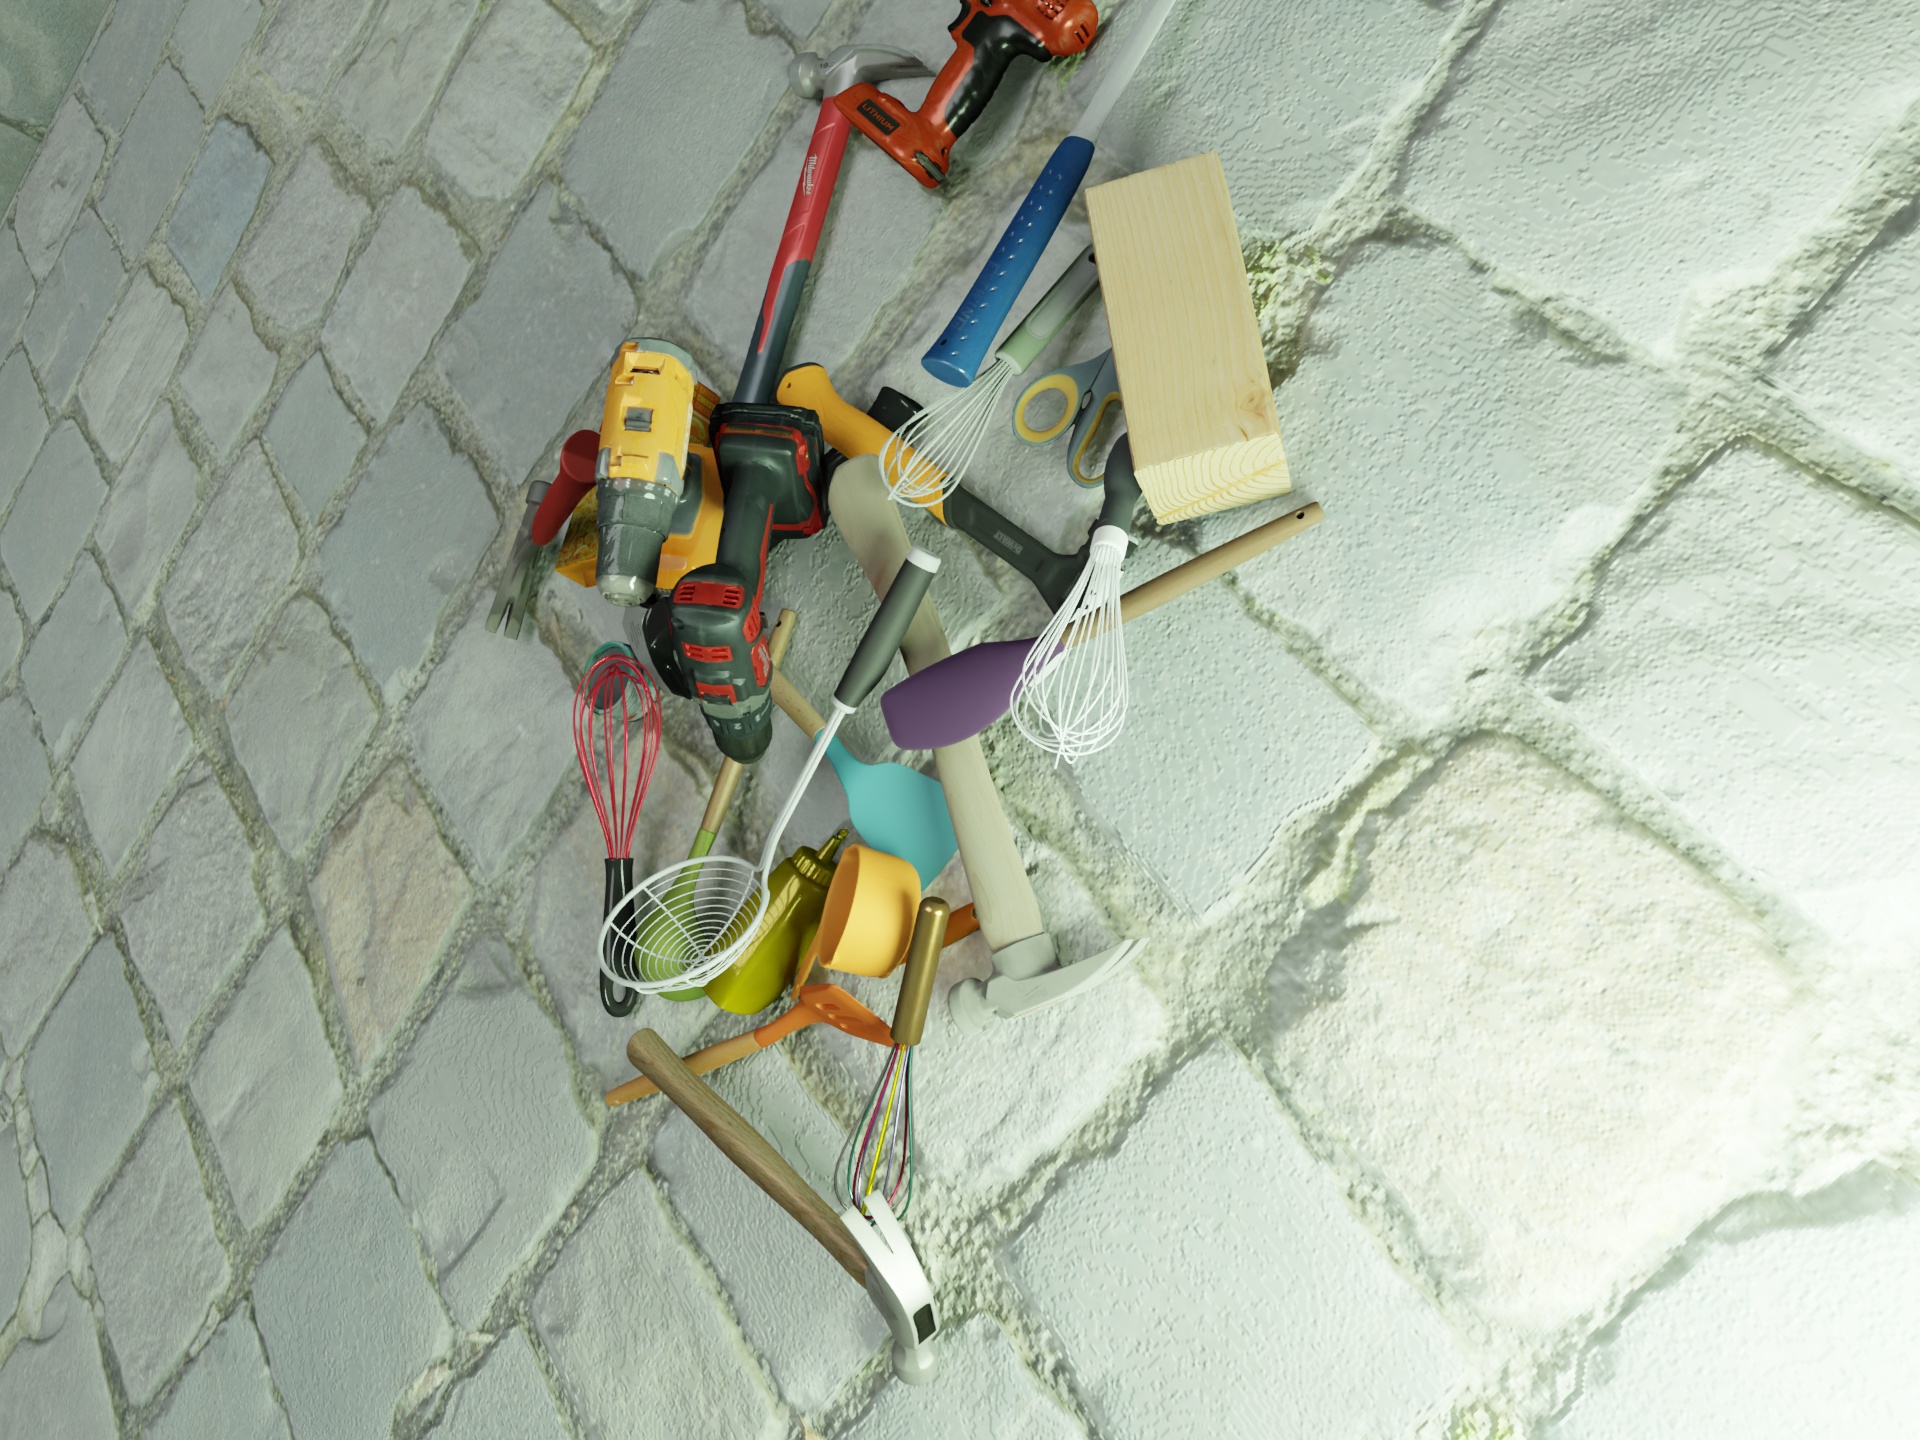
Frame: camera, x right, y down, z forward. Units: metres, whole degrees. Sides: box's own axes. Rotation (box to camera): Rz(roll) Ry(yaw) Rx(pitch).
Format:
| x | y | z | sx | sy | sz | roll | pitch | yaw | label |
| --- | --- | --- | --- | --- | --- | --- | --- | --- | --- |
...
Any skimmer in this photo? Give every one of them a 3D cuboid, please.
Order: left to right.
| x | y | z | sx | sy | sz | roll | pitch | yaw | label |
| --- | --- | --- | --- | --- | --- | --- | --- | --- | --- |
| -0.132 | 0.031 | 1.097 | 0.363 | 0.090 | 0.127 | -60 | 34 | 13 | skimmer |

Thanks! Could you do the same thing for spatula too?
| x | y | z | sx | sy | sz | roll | pitch | yaw | label |
| --- | --- | --- | --- | --- | --- | --- | --- | --- | --- |
| -0.168 | 0.251 | 1.188 | 0.322 | 0.081 | 0.041 | -28 | 30 | 35 | spatula |
| -0.112 | -0.001 | 1.199 | 0.318 | 0.044 | 0.082 | 45 | 109 | 34 | spatula |
| 0.089 | -0.062 | 1.031 | 0.316 | 0.018 | 0.060 | -27 | 67 | 13 | spatula |

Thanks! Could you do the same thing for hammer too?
| x | y | z | sx | sy | sz | roll | pitch | yaw | label |
| --- | --- | --- | --- | --- | --- | --- | --- | --- | --- |
| -0.344 | -0.164 | 1.327 | 0.359 | 0.036 | 0.149 | -13 | 61 | 67 | hammer |
| -0.132 | 0.312 | 1.104 | 0.332 | 0.031 | 0.130 | 32 | 138 | 38 | hammer |
| -0.153 | -0.150 | 1.286 | 0.334 | 0.035 | 0.146 | -37 | 58 | 25 | hammer |
| -0.131 | -0.372 | 1.322 | 0.143 | 0.038 | 0.386 | 15 | 88 | 38 | hammer |
| -0.026 | -0.164 | 1.162 | 0.337 | 0.034 | 0.127 | 40 | 104 | 30 | hammer |
| -0.002 | -0.003 | 1.088 | 0.146 | 0.038 | 0.411 | -29 | 71 | 31 | hammer |
| 0.092 | -0.409 | 1.103 | 0.144 | 0.035 | 0.405 | 23 | 80 | 38 | hammer |

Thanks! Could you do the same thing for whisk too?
| x | y | z | sx | sy | sz | roll | pitch | yaw | label |
| --- | --- | --- | --- | --- | --- | --- | --- | --- | --- |
| -0.280 | 0.093 | 1.298 | 0.073 | 0.073 | 0.296 | -2 | 87 | 38 | whisk |
| -0.041 | 0.235 | 1.067 | 0.051 | 0.047 | 0.245 | 20 | 105 | 31 | whisk |
| 0.028 | -0.246 | 1.118 | 0.058 | 0.059 | 0.246 | 40 | 80 | -3 | whisk |
| 0.088 | -0.088 | 0.998 | 0.070 | 0.070 | 0.285 | -16 | 42 | 35 | whisk |

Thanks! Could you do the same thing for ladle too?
| x | y | z | sx | sy | sz | roll | pitch | yaw | label |
| --- | --- | --- | --- | --- | --- | --- | --- | --- | --- |
| -0.181 | 0.066 | 1.258 | 0.078 | 0.062 | 0.320 | 13 | 80 | 41 | ladle |

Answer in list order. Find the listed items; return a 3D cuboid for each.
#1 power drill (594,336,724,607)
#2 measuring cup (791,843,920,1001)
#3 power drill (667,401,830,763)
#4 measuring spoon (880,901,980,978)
| x | y | z | sx | sy | sz | roll | pitch | yaw | label |
| --- | --- | --- | --- | --- | --- | --- | --- | --- | --- |
| -0.222 | -0.153 | 1.176 | 0.084 | 0.226 | 0.185 | 5 | 78 | 0 | power drill |
| -0.076 | 0.160 | 1.134 | 0.173 | 0.052 | 0.095 | 119 | 161 | -45 | measuring cup |
| -0.151 | -0.096 | 1.151 | 0.080 | 0.187 | 0.227 | 5 | 56 | 5 | power drill |
| -0.022 | 0.153 | 1.120 | 0.117 | 0.011 | 0.021 | -32 | 61 | 28 | measuring spoon |
